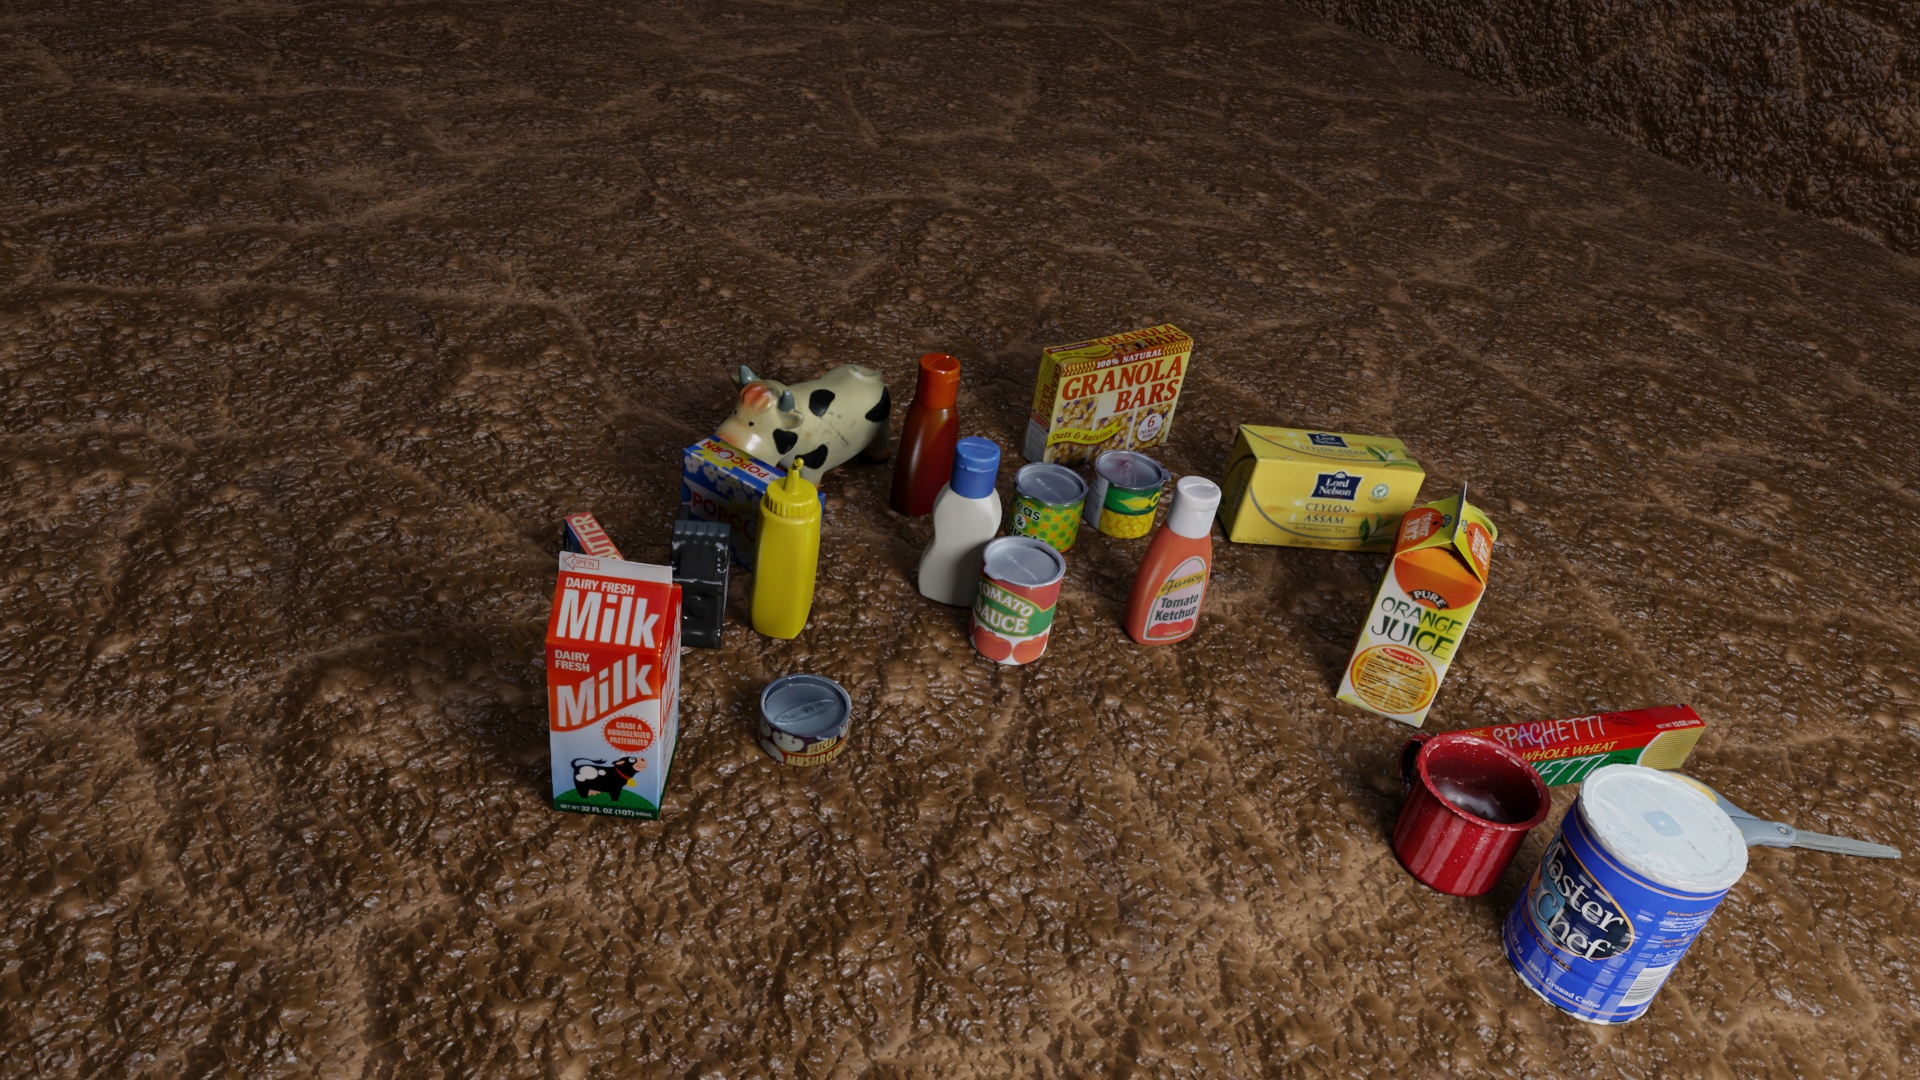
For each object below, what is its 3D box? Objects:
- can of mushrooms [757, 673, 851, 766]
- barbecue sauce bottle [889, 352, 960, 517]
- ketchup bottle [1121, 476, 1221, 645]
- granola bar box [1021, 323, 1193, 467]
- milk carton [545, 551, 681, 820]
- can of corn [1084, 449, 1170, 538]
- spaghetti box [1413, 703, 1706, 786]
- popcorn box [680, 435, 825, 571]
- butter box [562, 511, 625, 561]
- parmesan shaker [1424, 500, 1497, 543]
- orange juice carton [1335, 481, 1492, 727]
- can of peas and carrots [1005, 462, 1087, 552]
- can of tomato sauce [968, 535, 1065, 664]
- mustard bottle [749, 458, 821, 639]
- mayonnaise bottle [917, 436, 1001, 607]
[{"bbox_3d":[-0.112,0.132,1.007,0.071,0.033,0.071,7,35,-5],"label":"can of mushrooms"},{"bbox_3d":[-0.028,-0.096,1.249,0.044,0.147,0.065,29,39,25],"label":"barbecue sauce bottle"},{"bbox_3d":[0.178,0.017,1.143,0.065,0.148,0.044,-7,38,-23],"label":"ketchup bottle"},{"bbox_3d":[0.145,-0.142,1.380,0.166,0.123,0.039,-15,42,-32],"label":"granola bar box"},{"bbox_3d":[-0.224,0.088,0.904,0.072,0.189,0.074,8,35,-4],"label":"milk carton"},{"bbox_3d":[0.156,-0.043,1.300,0.071,0.058,0.071,7,35,-5],"label":"can of corn"},{"bbox_3d":[0.473,0.166,1.094,0.250,0.049,0.029,-4,37,-19],"label":"spaghetti box"},{"bbox_3d":[-0.176,-0.023,1.164,0.127,0.084,0.038,28,38,23],"label":"popcorn box"},{"bbox_3d":[-0.283,0.027,1.094,0.024,0.052,0.104,-15,42,-32],"label":"butter box"},{"bbox_3d":[0.427,0.024,1.236,0.071,0.102,0.072,7,35,-5],"label":"parmesan shaker"},{"bbox_3d":[0.368,0.048,1.110,0.073,0.191,0.072,20,36,14],"label":"orange juice carton"},{"bbox_3d":[0.076,-0.028,1.258,0.071,0.058,0.071,7,35,-5],"label":"can of peas and carrots"},{"bbox_3d":[0.043,0.049,1.120,0.071,0.082,0.071,7,35,-5],"label":"can of tomato sauce"},{"bbox_3d":[-0.134,0.000,1.076,0.049,0.159,0.066,10,35,0],"label":"mustard bottle"},{"bbox_3d":[0.004,-0.014,1.143,0.065,0.147,0.041,13,35,3],"label":"mayonnaise bottle"}]
